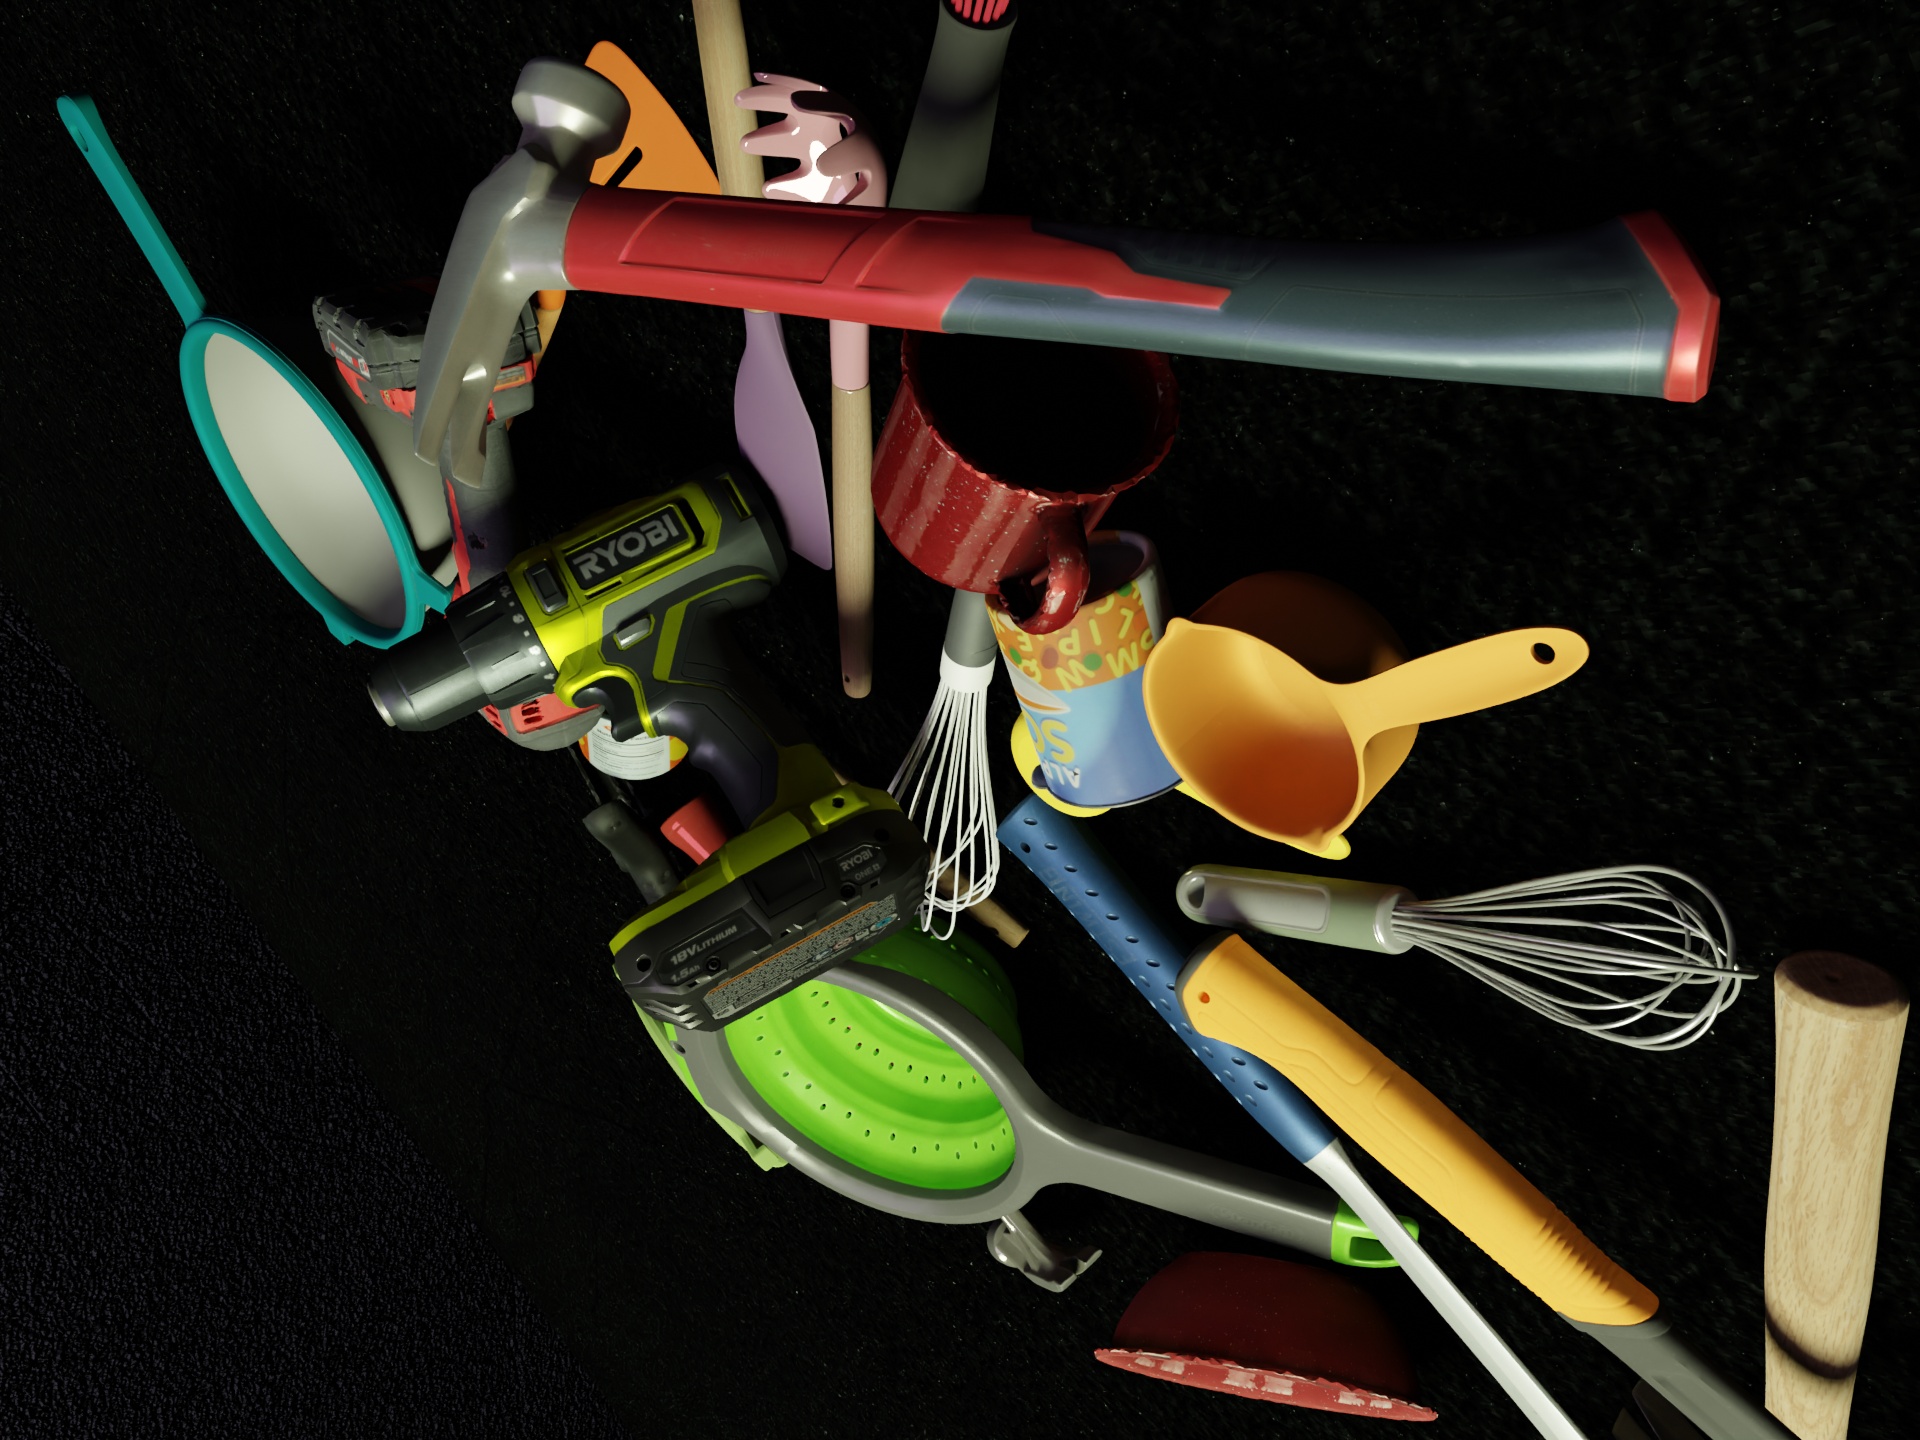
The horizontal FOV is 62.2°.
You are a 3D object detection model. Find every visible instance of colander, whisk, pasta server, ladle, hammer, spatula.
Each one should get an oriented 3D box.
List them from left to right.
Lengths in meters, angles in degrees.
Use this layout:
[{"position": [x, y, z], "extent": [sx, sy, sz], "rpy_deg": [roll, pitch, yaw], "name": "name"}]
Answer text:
[{"position": [-0.195, -0.197, 0.765], "extent": [0.081, 0.041, 0.322], "rpy_deg": [53, 153, -6], "name": "spatula"}, {"position": [-0.084, -0.190, 0.634], "extent": [0.060, 0.018, 0.315], "rpy_deg": [34, 146, 31], "name": "spatula"}, {"position": [-0.086, 0.003, 0.826], "extent": [0.320, 0.062, 0.078], "rpy_deg": [39, 147, 6], "name": "ladle"}, {"position": [-0.051, -0.115, 0.651], "extent": [0.060, 0.040, 0.316], "rpy_deg": [46, 152, 31], "name": "pasta server"}, {"position": [-0.055, 0.190, 0.956], "extent": [0.359, 0.037, 0.149], "rpy_deg": [51, 162, 3], "name": "hammer"}, {"position": [0.000, -0.002, 0.692], "extent": [0.070, 0.070, 0.284], "rpy_deg": [36, 140, 23], "name": "whisk"}, {"position": [0.005, -0.114, 0.459], "extent": [0.386, 0.143, 0.038], "rpy_deg": [13, 173, 25], "name": "hammer"}, {"position": [0.009, -0.220, 0.452], "extent": [0.073, 0.073, 0.295], "rpy_deg": [43, 155, 11], "name": "whisk"}, {"position": [0.039, 0.182, 0.816], "extent": [0.397, 0.094, 0.204], "rpy_deg": [11, 133, 22], "name": "colander"}, {"position": [0.156, 0.191, 0.670], "extent": [0.406, 0.035, 0.144], "rpy_deg": [49, 148, 13], "name": "hammer"}, {"position": [0.163, 0.073, 0.569], "extent": [0.246, 0.059, 0.058], "rpy_deg": [0, 83, 56], "name": "whisk"}, {"position": [0.214, 0.187, 0.561], "extent": [0.337, 0.034, 0.127], "rpy_deg": [40, 134, 24], "name": "hammer"}, {"position": [0.295, 0.209, 0.555], "extent": [0.130, 0.031, 0.331], "rpy_deg": [17, 135, 42], "name": "hammer"}]

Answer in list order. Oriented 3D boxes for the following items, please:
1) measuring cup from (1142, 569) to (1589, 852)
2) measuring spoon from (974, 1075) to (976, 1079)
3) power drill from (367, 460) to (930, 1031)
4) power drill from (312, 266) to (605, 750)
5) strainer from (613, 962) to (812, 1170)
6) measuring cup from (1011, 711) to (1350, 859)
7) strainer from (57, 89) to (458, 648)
[{"position": [0.134, -0.016, 0.507], "extent": [0.095, 0.052, 0.173], "rpy_deg": [56, 146, -9], "name": "measuring cup"}, {"position": [0.011, 0.215, 0.939], "extent": [0.117, 0.011, 0.021], "rpy_deg": [39, 147, 18], "name": "measuring spoon"}, {"position": [-0.134, 0.014, 0.692], "extent": [0.229, 0.190, 0.080], "rpy_deg": [58, 169, 20], "name": "power drill"}, {"position": [-0.242, -0.103, 0.786], "extent": [0.143, 0.078, 0.219], "rpy_deg": [32, 137, 51], "name": "power drill"}, {"position": [-0.128, 0.206, 1.033], "extent": [0.151, 0.069, 0.256], "rpy_deg": [50, 177, 13], "name": "strainer"}, {"position": [0.082, 0.030, 0.638], "extent": [0.157, 0.029, 0.062], "rpy_deg": [24, 140, 39], "name": "measuring cup"}, {"position": [-0.383, -0.209, 0.922], "extent": [0.211, 0.095, 0.340], "rpy_deg": [-5, 117, 51], "name": "strainer"}]
